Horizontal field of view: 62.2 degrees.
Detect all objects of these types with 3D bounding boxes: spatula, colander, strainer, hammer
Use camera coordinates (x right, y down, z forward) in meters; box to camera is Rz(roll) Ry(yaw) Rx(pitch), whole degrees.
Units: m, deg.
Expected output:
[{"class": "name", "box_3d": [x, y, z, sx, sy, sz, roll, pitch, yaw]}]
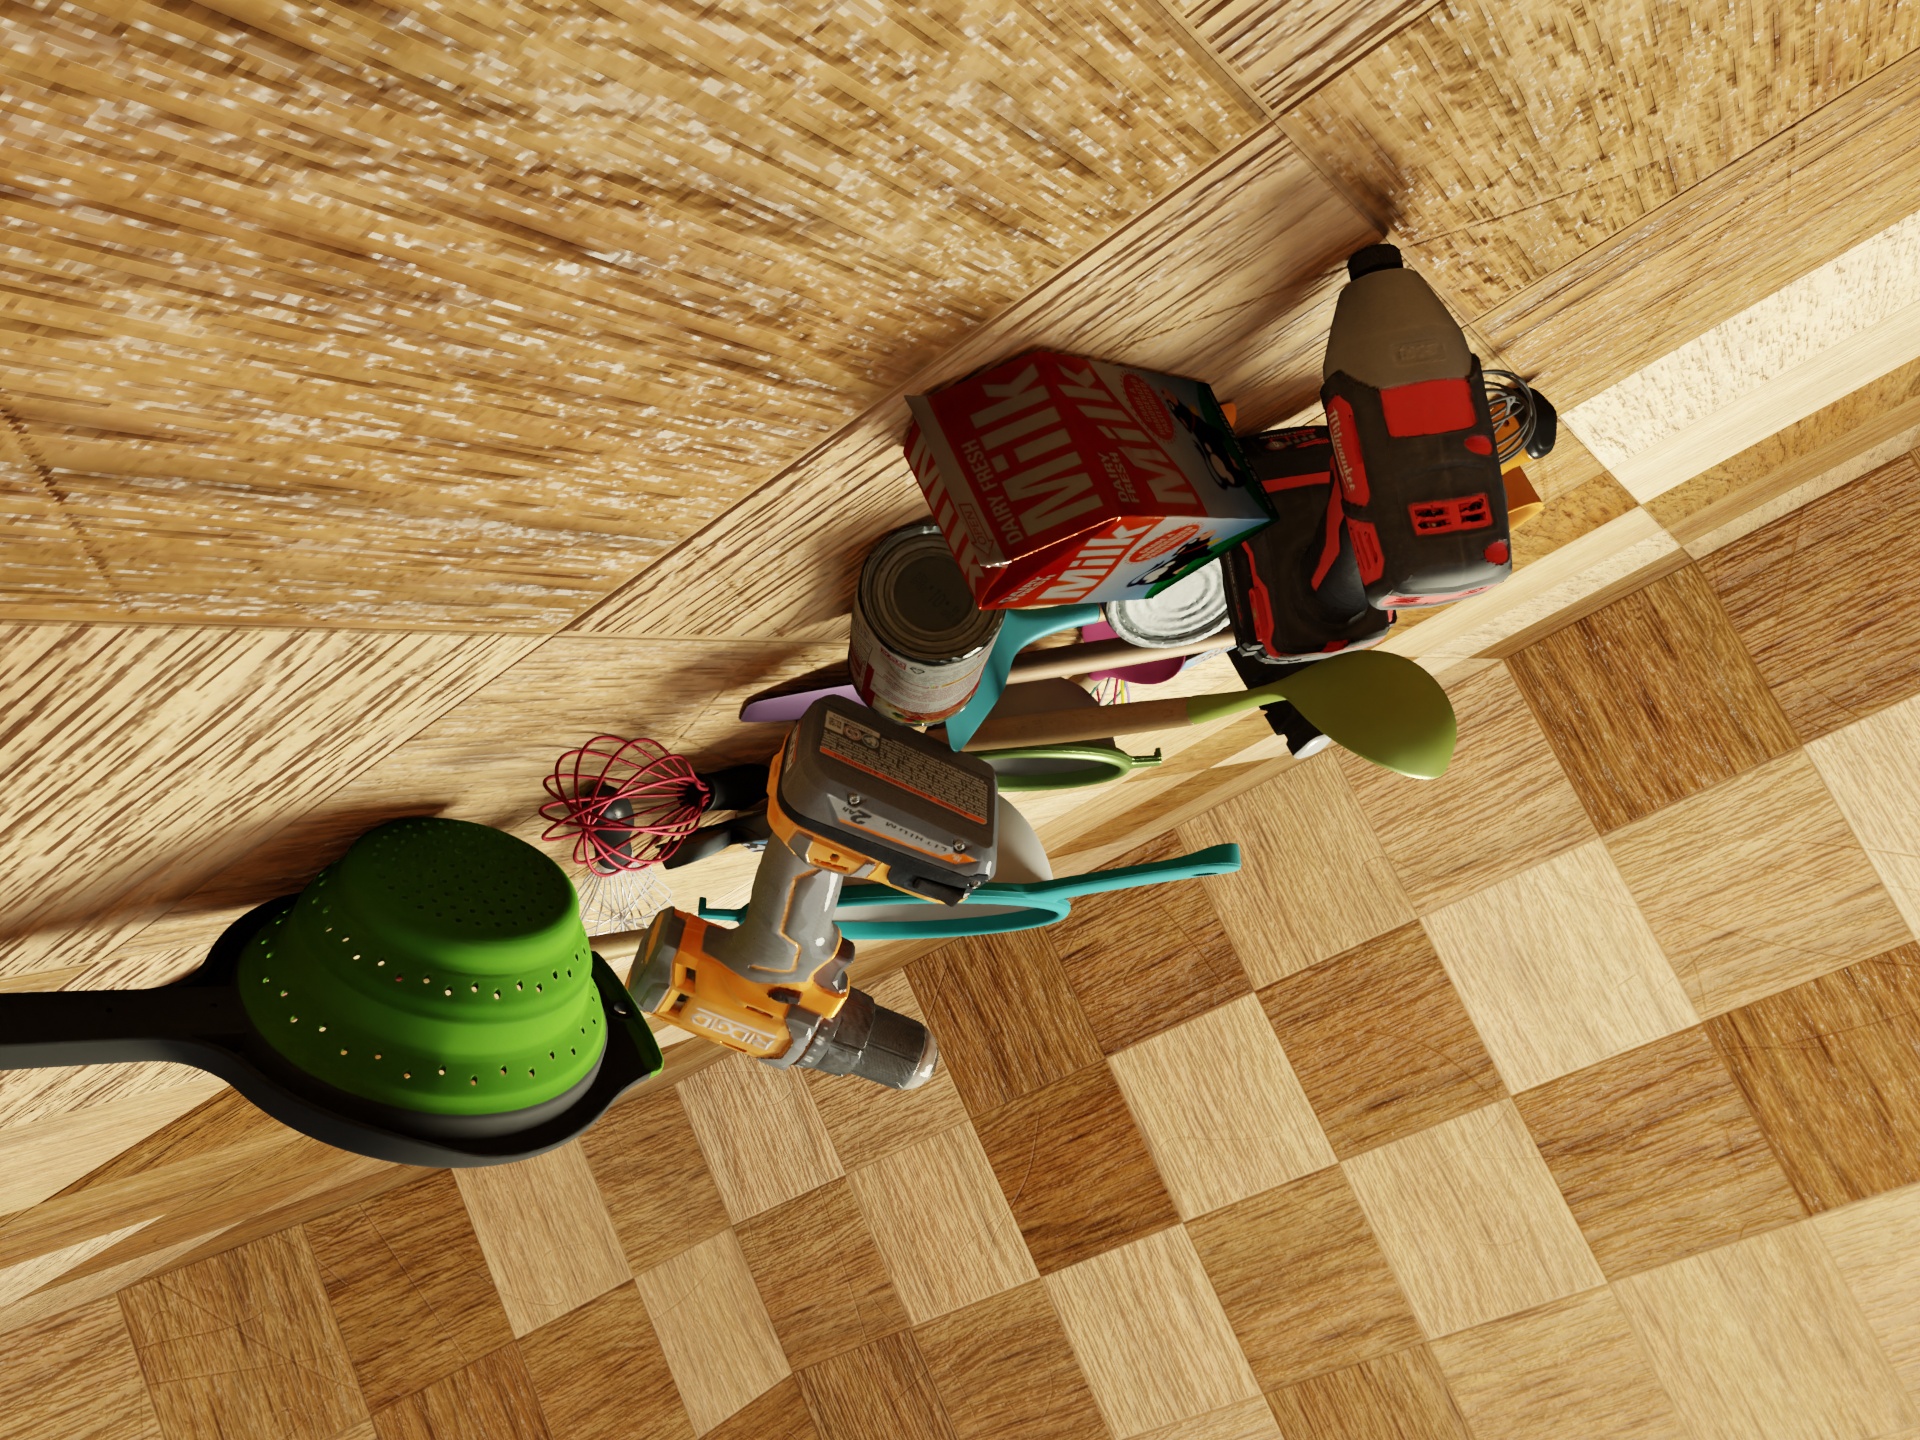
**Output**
[{"class": "spatula", "box_3d": [0.029, -0.029, 0.918, 0.316, 0.018, 0.059, -10, 168, -16]}, {"class": "colander", "box_3d": [-0.312, 0.106, 0.715, 0.396, 0.205, 0.094, 5, 117, -40]}, {"class": "strainer", "box_3d": [0.014, 0.072, 0.981, 0.340, 0.095, 0.210, -13, 163, 34]}, {"class": "strainer", "box_3d": [-0.002, -0.003, 1.012, 0.256, 0.069, 0.151, 11, 163, -43]}, {"class": "spatula", "box_3d": [0.102, -0.066, 0.911, 0.317, 0.082, 0.044, -19, -160, -33]}, {"class": "hammer", "box_3d": [0.284, -0.108, 1.079, 0.034, 0.127, 0.336, -17, 157, -30]}]

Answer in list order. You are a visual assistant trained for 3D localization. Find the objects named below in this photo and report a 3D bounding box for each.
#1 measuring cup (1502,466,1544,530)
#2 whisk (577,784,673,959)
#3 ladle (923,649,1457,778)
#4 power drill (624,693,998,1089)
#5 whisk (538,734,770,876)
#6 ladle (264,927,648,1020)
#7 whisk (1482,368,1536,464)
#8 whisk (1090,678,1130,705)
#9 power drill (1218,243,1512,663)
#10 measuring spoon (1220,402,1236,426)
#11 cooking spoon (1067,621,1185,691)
[{"class": "measuring cup", "box_3d": [0.347, -0.141, 1.132, 0.095, 0.052, 0.173, -24, 171, -4]}, {"class": "whisk", "box_3d": [-0.213, 0.093, 0.991, 0.070, 0.070, 0.284, -22, 164, -17]}, {"class": "ladle", "box_3d": [0.100, 0.010, 0.819, 0.320, 0.062, 0.078, -7, 178, 42]}, {"class": "power drill", "box_3d": [-0.059, 0.112, 0.867, 0.185, 0.084, 0.226, 25, 124, -16]}, {"class": "whisk", "box_3d": [-0.153, 0.041, 0.878, 0.073, 0.073, 0.296, -27, 176, 9]}, {"class": "ladle", "box_3d": [-0.303, 0.151, 0.957, 0.315, 0.031, 0.069, -6, 158, -30]}, {"class": "whisk", "box_3d": [0.203, -0.132, 0.873, 0.239, 0.055, 0.055, -21, 169, 2]}, {"class": "whisk", "box_3d": [0.113, -0.035, 1.136, 0.051, 0.047, 0.245, -22, 165, -10]}, {"class": "power drill", "box_3d": [0.171, -0.106, 0.701, 0.078, 0.143, 0.219, -9, 173, -3]}, {"class": "measuring spoon", "box_3d": [0.100, -0.120, 0.780, 0.021, 0.011, 0.117, -18, 167, -33]}, {"class": "cooking spoon", "box_3d": [0.087, -0.029, 1.108, 0.017, 0.069, 0.319, -52, -178, -18]}]
